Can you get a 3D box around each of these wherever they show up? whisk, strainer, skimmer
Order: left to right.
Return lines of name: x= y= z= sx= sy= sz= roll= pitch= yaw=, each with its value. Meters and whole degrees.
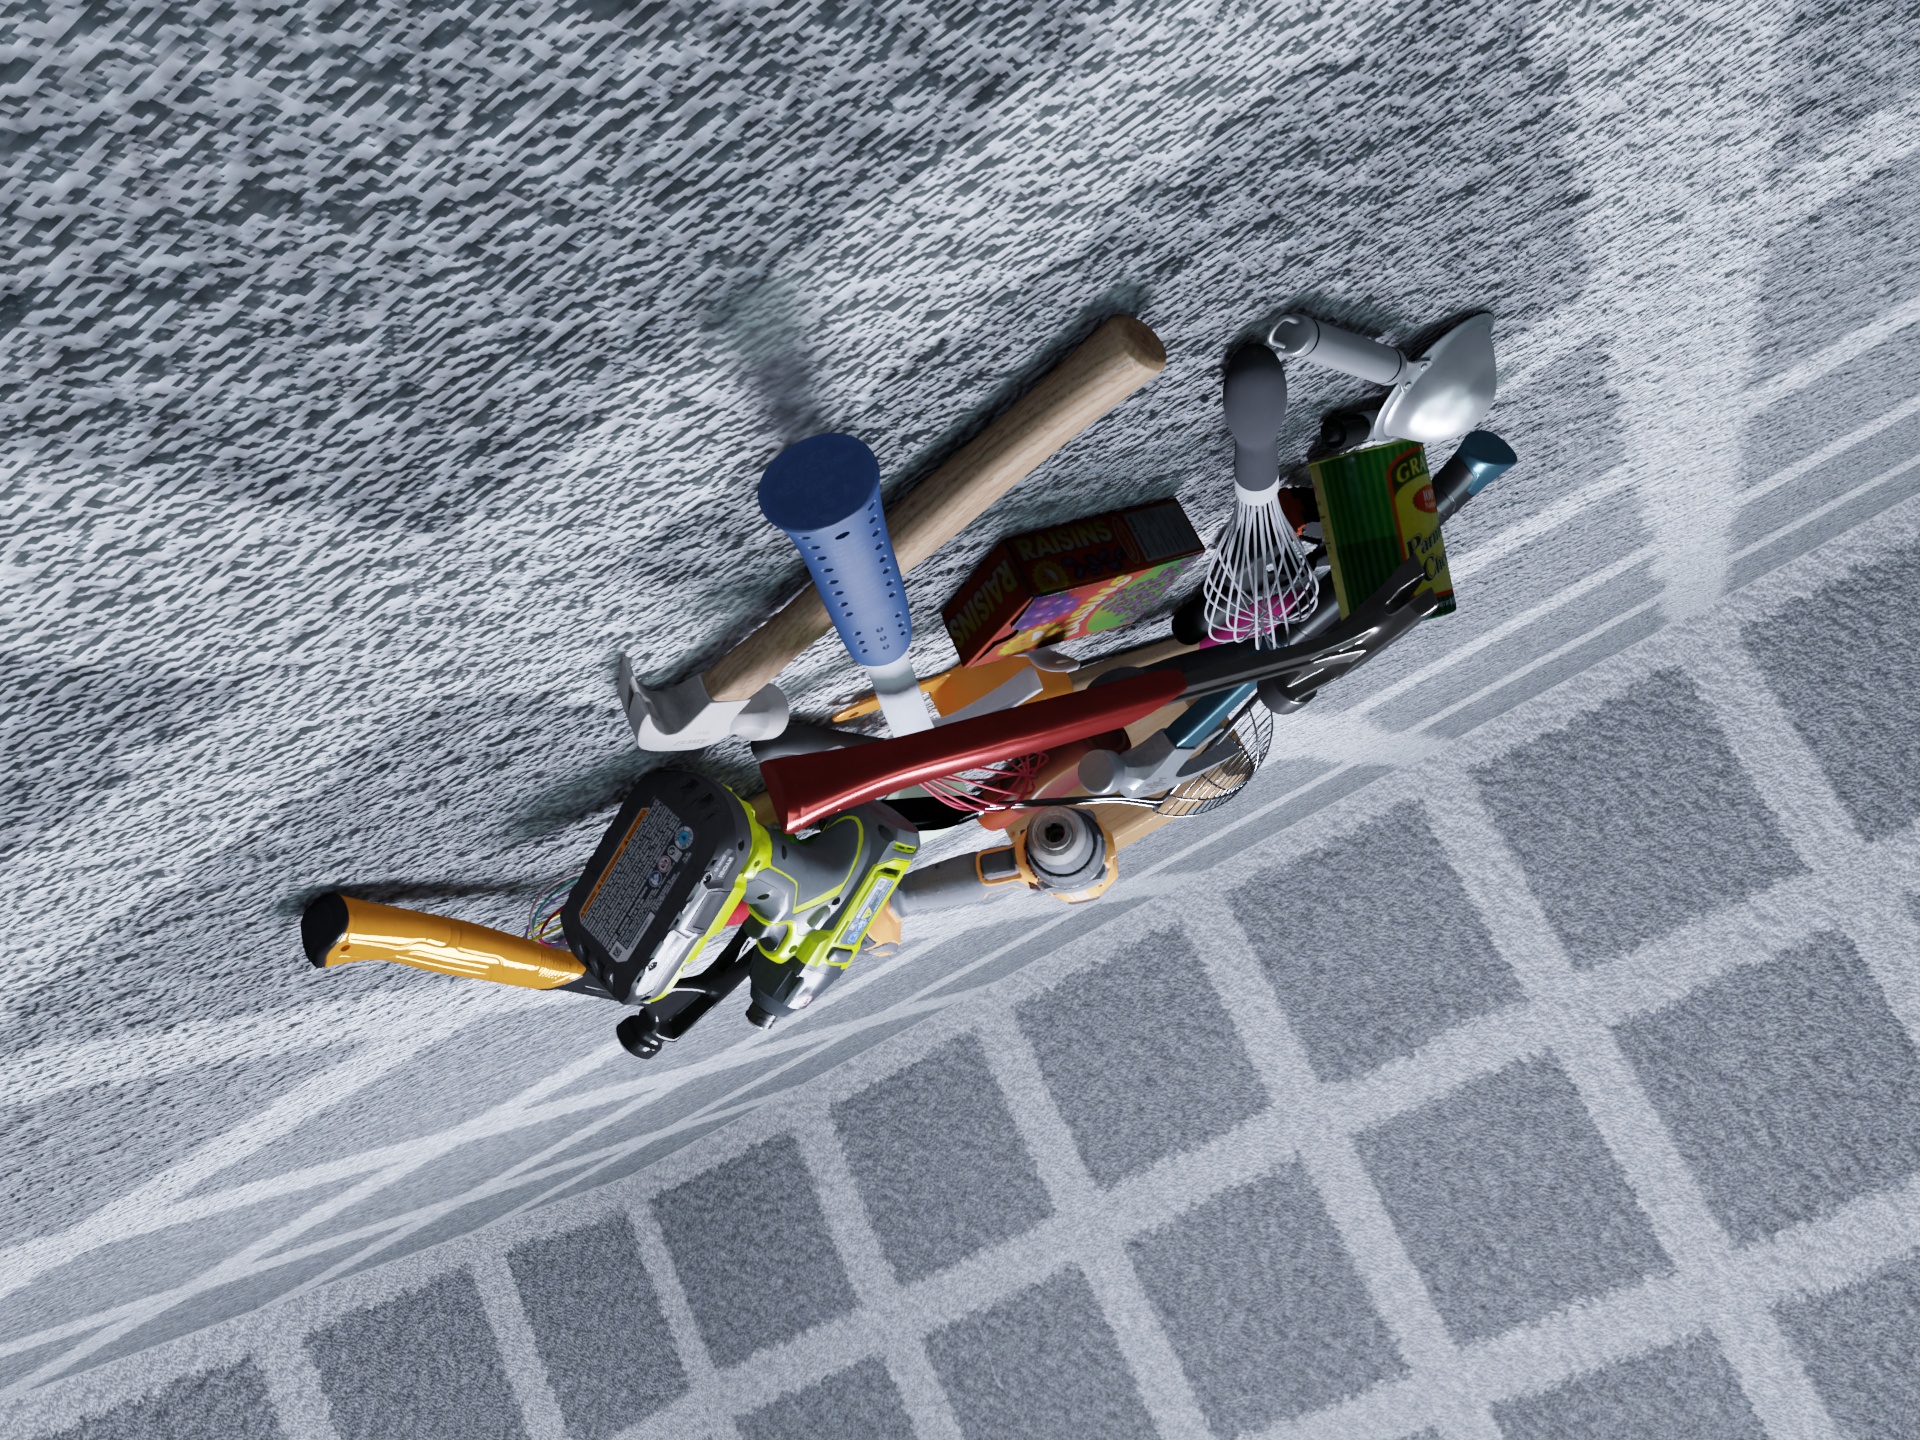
whisk: x=-0.182 y=0.090 z=1.049 sx=0.245 sy=0.051 sz=0.047 roll=-29 pitch=161 yaw=-2
whisk: x=-0.033 y=0.023 z=1.046 sx=0.073 sy=0.073 sz=0.295 roll=-34 pitch=158 yaw=28
skimmer: x=0.069 y=0.035 z=1.219 sx=0.363 sy=0.090 sz=0.127 roll=-4 pitch=158 yaw=-13
whisk: x=0.156 y=-0.110 z=0.843 sx=0.070 sy=0.070 sz=0.284 roll=-26 pitch=155 yaw=0
strainer: x=0.218 y=-0.175 z=0.800 sx=0.258 sy=0.050 sz=0.087 roll=-3 pitch=138 yaw=-51

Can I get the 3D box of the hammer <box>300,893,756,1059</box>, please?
hammer: x=-0.259 y=0.148 z=0.986 sx=0.127 sy=0.034 sz=0.336 roll=-41 pitch=149 yaw=12

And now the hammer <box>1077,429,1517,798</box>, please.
hammer: x=0.220 y=-0.061 z=1.026 sx=0.331 sy=0.033 sz=0.128 roll=-45 pitch=155 yaw=25

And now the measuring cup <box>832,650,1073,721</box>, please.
measuring cup: x=-0.002 y=-0.003 z=1.001 sx=0.173 sy=0.052 sz=0.095 roll=-17 pitch=164 yaw=-39

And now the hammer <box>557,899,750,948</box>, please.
hammer: x=-0.153 y=0.145 z=1.310 sx=0.143 sy=0.038 sz=0.386 roll=-35 pitch=164 yaw=27

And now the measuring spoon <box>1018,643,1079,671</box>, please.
measuring spoon: x=0.050 y=-0.044 z=0.930 sx=0.034 sy=0.018 sz=0.124 roll=-9 pitch=-169 yaw=-7

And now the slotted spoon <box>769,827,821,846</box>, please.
slotted spoon: x=-0.101 y=0.094 z=1.242 sx=0.070 sy=0.031 sz=0.313 roll=-26 pitch=169 yaw=24

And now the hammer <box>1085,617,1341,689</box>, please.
hammer: x=0.205 y=-0.046 z=1.156 sx=0.334 sy=0.035 sz=0.146 roll=-17 pitch=169 yaw=-43

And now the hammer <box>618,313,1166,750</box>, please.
hammer: x=-0.041 y=-0.073 z=0.725 sx=0.331 sy=0.031 sz=0.130 roll=-36 pitch=164 yaw=33

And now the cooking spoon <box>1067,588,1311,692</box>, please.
cooking spoon: x=0.154 y=-0.051 z=1.180 sx=0.319 sy=0.017 sz=0.068 roll=-18 pitch=164 yaw=-33

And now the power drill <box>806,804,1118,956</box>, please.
power drill: x=-0.001 y=0.109 z=1.136 sx=0.226 sy=0.084 sz=0.185 roll=-12 pitch=166 yaw=6

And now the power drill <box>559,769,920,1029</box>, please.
power drill: x=-0.133 y=0.118 z=0.997 sx=0.171 sy=0.080 sz=0.223 roll=-58 pitch=149 yaw=7

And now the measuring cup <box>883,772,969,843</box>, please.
measuring cup: x=0.008 y=0.053 z=1.253 sx=0.167 sy=0.038 sz=0.083 roll=-30 pitch=166 yaw=24

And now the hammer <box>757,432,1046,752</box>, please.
hammer: x=-0.030 y=-0.033 z=0.732 sx=0.144 sy=0.035 sz=0.405 roll=-21 pitch=165 yaw=-2

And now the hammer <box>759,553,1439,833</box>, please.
hammer: x=0.072 y=-0.008 z=0.817 sx=0.359 sy=0.037 sz=0.149 roll=-14 pitch=163 yaw=-25
